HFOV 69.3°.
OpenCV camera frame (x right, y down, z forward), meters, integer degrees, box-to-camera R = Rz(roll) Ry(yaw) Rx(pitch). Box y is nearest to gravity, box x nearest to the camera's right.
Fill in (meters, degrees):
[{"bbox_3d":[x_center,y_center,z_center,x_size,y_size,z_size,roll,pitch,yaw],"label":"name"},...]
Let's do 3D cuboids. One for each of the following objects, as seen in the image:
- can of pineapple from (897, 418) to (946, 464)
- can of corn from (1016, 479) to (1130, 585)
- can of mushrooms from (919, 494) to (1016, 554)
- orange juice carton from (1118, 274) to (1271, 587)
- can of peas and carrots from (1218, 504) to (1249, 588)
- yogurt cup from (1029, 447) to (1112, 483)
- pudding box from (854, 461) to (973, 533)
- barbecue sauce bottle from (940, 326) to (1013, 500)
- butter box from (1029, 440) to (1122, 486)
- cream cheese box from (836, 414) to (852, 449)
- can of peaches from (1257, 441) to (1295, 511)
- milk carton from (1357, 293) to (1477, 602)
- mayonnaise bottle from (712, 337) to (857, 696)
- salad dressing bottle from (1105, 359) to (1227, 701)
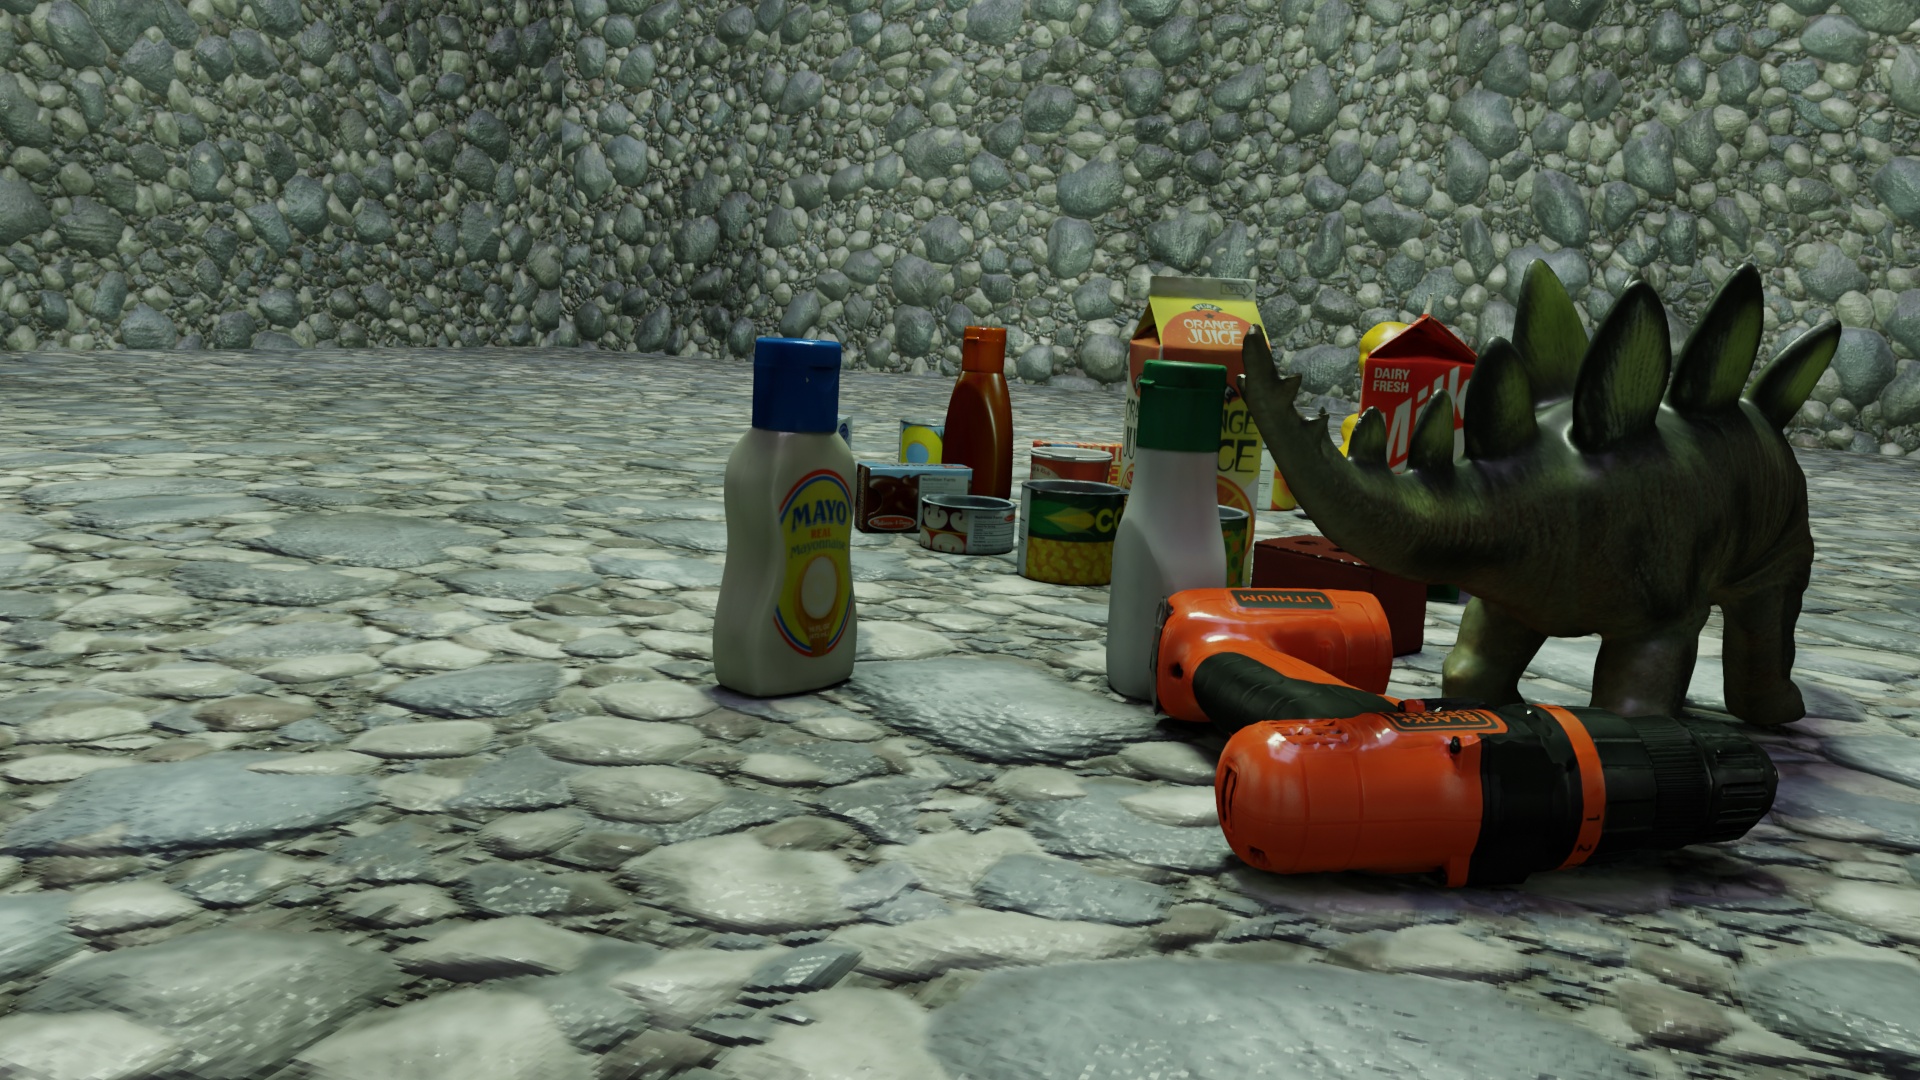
[{"bbox_3d":[-0.024,-0.082,1.294,0.071,0.057,0.071,3,9,0],"label":"can of pineapple"},{"bbox_3d":[0.072,-0.006,0.876,0.071,0.058,0.071,3,9,0],"label":"can of corn"},{"bbox_3d":[0.003,-0.012,0.963,0.071,0.033,0.071,3,10,0],"label":"can of mushrooms"},{"bbox_3d":[0.146,-0.070,0.880,0.072,0.192,0.073,2,9,-9],"label":"orange juice carton"},{"bbox_3d":[0.130,0.010,0.802,0.071,0.058,0.071,3,9,0],"label":"can of peas and carrots"},{"bbox_3d":[0.089,-0.047,1.138,0.072,0.054,0.072,3,9,0],"label":"yogurt cup"},{"bbox_3d":[-0.034,-0.032,1.018,0.084,0.049,0.030,0,10,-22],"label":"pudding box"},{"bbox_3d":[0.016,-0.108,1.187,0.065,0.148,0.044,10,11,37],"label":"barbecue sauce bottle"},{"bbox_3d":[0.112,-0.060,1.223,0.104,0.053,0.024,0,10,-18],"label":"butter box"},{"bbox_3d":[-0.123,-0.090,1.317,0.024,0.053,0.104,4,10,5],"label":"cream cheese box"},{"bbox_3d":[0.277,-0.060,1.269,0.071,0.058,0.071,3,9,0],"label":"can of peaches"},{"bbox_3d":[0.292,-0.062,0.893,0.073,0.190,0.072,6,9,15],"label":"milk carton"},{"bbox_3d":[-0.072,-0.011,0.590,0.041,0.147,0.065,11,12,41],"label":"mayonnaise bottle"},{"bbox_3d":[0.093,-0.005,0.613,0.044,0.147,0.064,0,10,-21],"label":"salad dressing bottle"}]
